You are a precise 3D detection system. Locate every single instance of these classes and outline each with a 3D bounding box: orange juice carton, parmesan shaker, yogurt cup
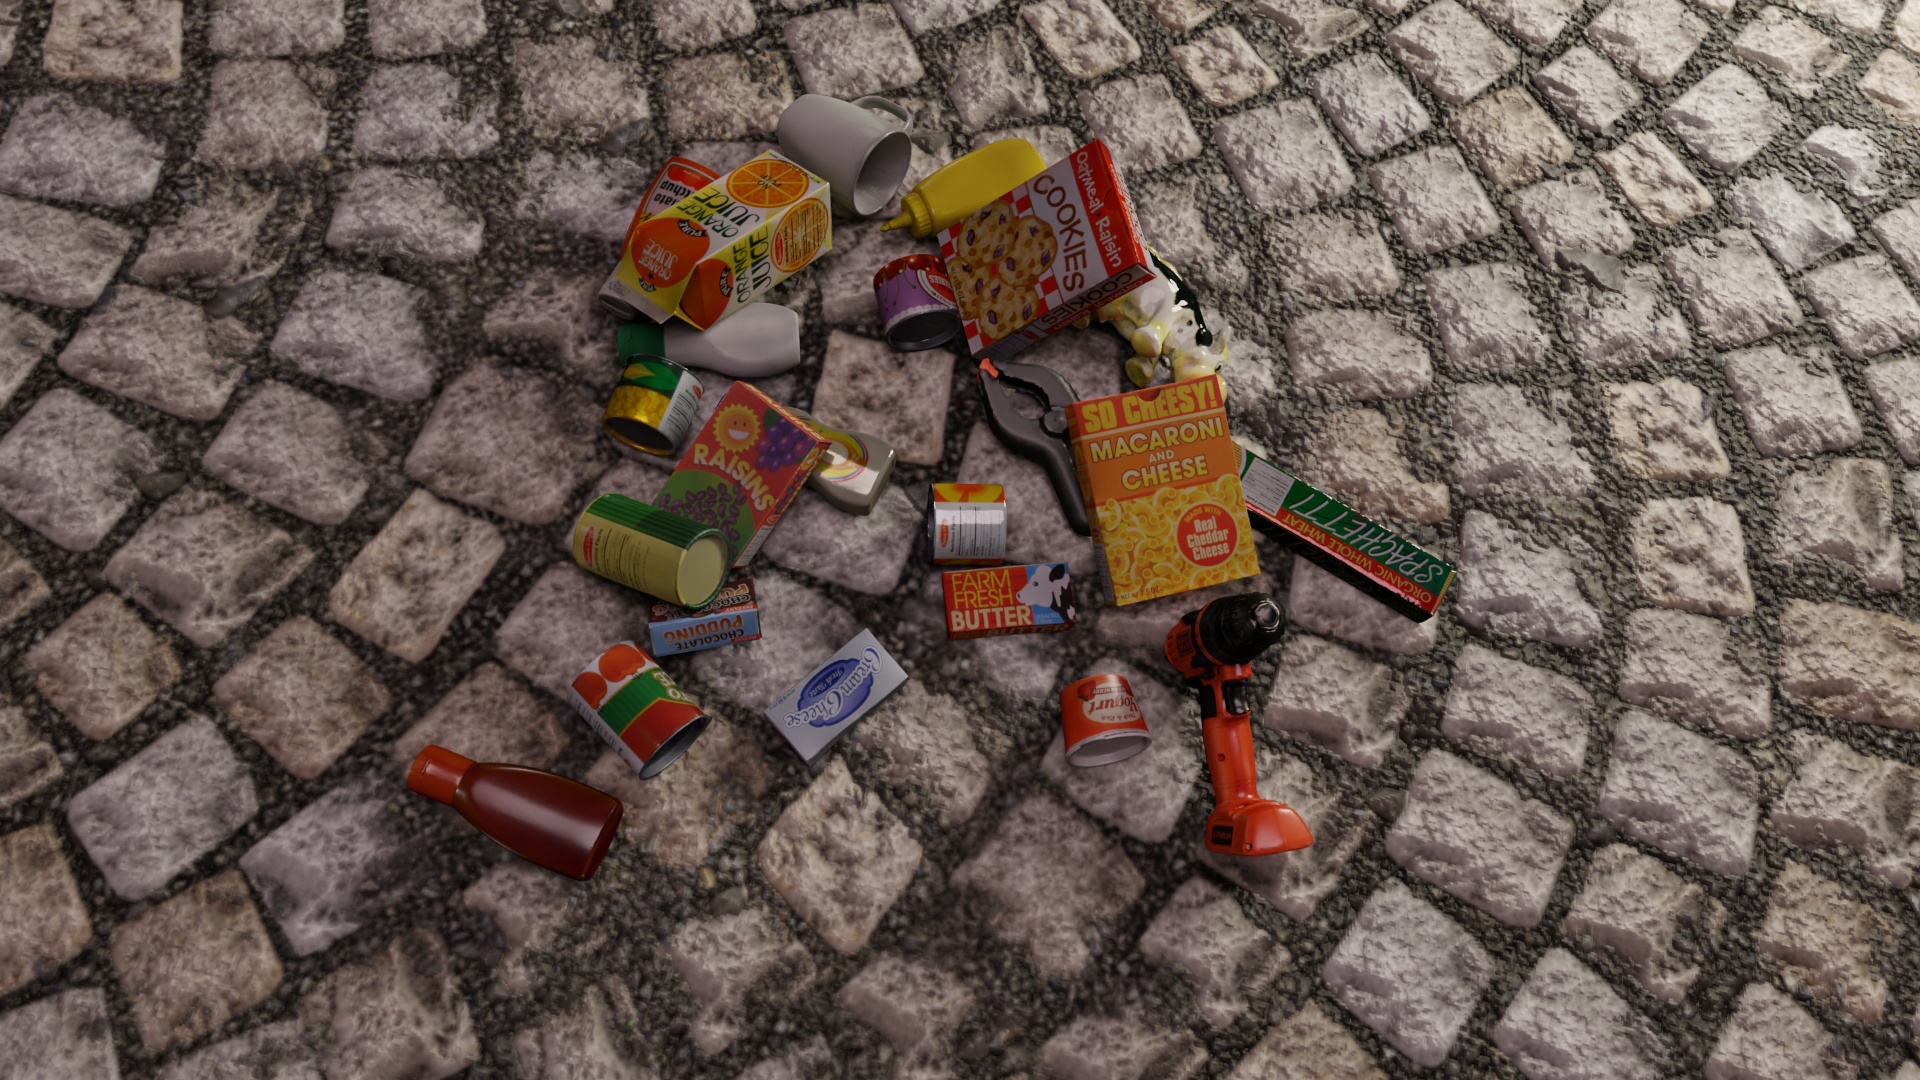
[{"bbox_3d":[-0.198,-0.240,1.146,0.072,0.072,0.193,34,56,24],"label":"orange juice carton"},{"bbox_3d":[-0.234,0.011,1.059,0.103,0.071,0.071,18,66,26],"label":"parmesan shaker"},{"bbox_3d":[0.108,0.137,1.066,0.072,0.072,0.054,-8,62,-9],"label":"yogurt cup"}]

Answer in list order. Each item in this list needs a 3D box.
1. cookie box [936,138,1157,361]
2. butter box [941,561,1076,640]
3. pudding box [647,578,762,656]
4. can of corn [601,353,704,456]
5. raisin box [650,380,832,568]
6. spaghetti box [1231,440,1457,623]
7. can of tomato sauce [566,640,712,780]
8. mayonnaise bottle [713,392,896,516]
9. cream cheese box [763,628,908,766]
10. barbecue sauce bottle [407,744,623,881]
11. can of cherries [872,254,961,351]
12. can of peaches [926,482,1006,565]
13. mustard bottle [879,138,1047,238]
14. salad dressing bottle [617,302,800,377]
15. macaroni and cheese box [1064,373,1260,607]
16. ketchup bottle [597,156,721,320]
[{"bbox_3d":[0.070,-0.240,1.169,0.167,0.040,0.123,-25,68,27],"label":"cookie box"},{"bbox_3d":[0.038,0.048,1.113,0.103,0.024,0.053,-5,69,-8],"label":"butter box"},{"bbox_3d":[-0.197,0.059,1.069,0.084,0.030,0.050,-8,32,-9],"label":"pudding box"},{"bbox_3d":[-0.251,-0.109,1.122,0.071,0.071,0.058,18,69,1],"label":"can of corn"},{"bbox_3d":[-0.172,-0.052,1.096,0.086,0.040,0.123,36,97,9],"label":"raisin box"},{"bbox_3d":[0.291,-0.015,1.162,0.250,0.028,0.050,31,69,6],"label":"spaghetti box"},{"bbox_3d":[-0.238,0.124,1.032,0.083,0.071,0.071,43,71,11],"label":"can of tomato sauce"},{"bbox_3d":[-0.130,-0.076,1.134,0.148,0.041,0.065,24,71,4],"label":"mayonnaise bottle"},{"bbox_3d":[-0.095,0.120,1.071,0.104,0.024,0.053,-39,79,-18],"label":"cream cheese box"},{"bbox_3d":[-0.325,0.192,1.009,0.148,0.043,0.065,21,68,3],"label":"barbecue sauce bottle"},{"bbox_3d":[-0.035,-0.203,1.178,0.071,0.071,0.058,-10,70,-10],"label":"can of cherries"},{"bbox_3d":[0.004,-0.014,1.113,0.058,0.071,0.071,0,69,-6],"label":"can of peaches"},{"bbox_3d":[-0.002,-0.304,1.233,0.160,0.048,0.065,-24,73,-14],"label":"mustard bottle"},{"bbox_3d":[-0.209,-0.166,1.160,0.148,0.043,0.064,-4,65,-6],"label":"salad dressing bottle"},{"bbox_3d":[0.163,-0.041,1.120,0.124,0.040,0.166,-12,91,-9],"label":"macaroni and cheese box"},{"bbox_3d":[-0.257,-0.257,1.190,0.065,0.043,0.149,25,69,3],"label":"ketchup bottle"}]
